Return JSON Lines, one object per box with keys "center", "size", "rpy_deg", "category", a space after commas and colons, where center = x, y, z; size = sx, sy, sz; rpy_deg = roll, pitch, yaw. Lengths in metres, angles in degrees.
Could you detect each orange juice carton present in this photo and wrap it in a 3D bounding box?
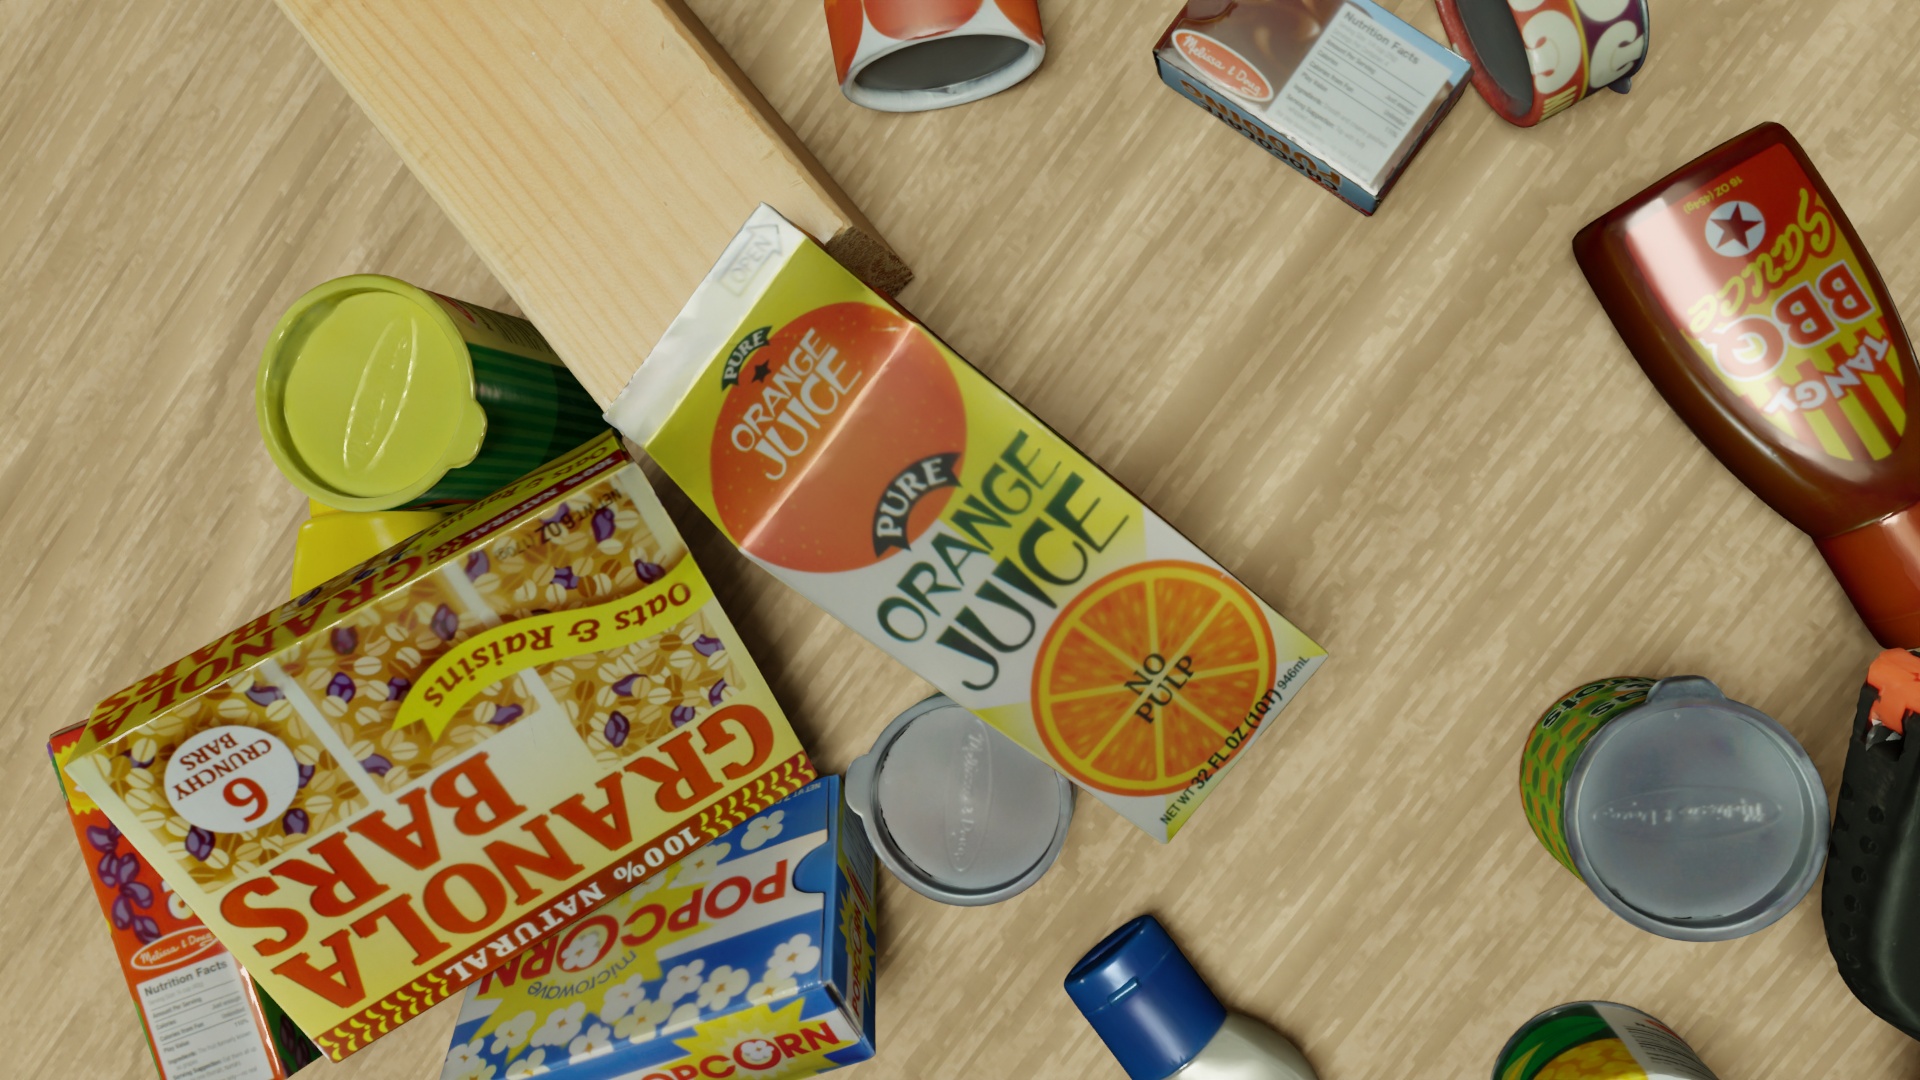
{"center": [0.001, -0.005, 0.384], "size": [0.192, 0.073, 0.071], "rpy_deg": [37, 97, -19], "category": "orange juice carton"}

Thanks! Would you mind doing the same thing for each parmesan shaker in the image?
{"center": [-0.154, -0.040, 0.433], "size": [0.071, 0.103, 0.071], "rpy_deg": [0, 90, 10], "category": "parmesan shaker"}

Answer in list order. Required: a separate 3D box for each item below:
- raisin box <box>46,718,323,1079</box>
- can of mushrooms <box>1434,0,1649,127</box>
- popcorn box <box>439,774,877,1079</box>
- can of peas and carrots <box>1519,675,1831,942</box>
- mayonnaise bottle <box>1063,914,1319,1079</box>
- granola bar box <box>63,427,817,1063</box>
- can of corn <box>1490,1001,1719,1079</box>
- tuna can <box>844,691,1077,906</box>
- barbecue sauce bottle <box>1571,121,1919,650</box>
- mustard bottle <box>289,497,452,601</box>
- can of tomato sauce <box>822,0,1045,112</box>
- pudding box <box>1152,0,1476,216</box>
{"center": [-0.235, 0.110, 0.454], "size": [0.040, 0.086, 0.123], "rpy_deg": [-21, 87, 3], "category": "raisin box"}
{"center": [0.165, -0.153, 0.400], "size": [0.033, 0.071, 0.071], "rpy_deg": [-28, 86, 9], "category": "can of mushrooms"}
{"center": [-0.089, 0.131, 0.428], "size": [0.126, 0.085, 0.038], "rpy_deg": [-20, 121, 9], "category": "popcorn box"}
{"center": [0.199, 0.071, 0.396], "size": [0.071, 0.059, 0.071], "rpy_deg": [0, 89, 9], "category": "can of peas and carrots"}
{"center": [0.091, 0.185, 0.424], "size": [0.064, 0.041, 0.148], "rpy_deg": [-39, 83, 6], "category": "mayonnaise bottle"}
{"center": [-0.144, 0.061, 0.413], "size": [0.166, 0.039, 0.123], "rpy_deg": [-30, 117, -9], "category": "granola bar box"}
{"center": [0.190, 0.176, 0.397], "size": [0.071, 0.058, 0.071], "rpy_deg": [0, 90, 10], "category": "can of corn"}
{"center": [0.001, 0.079, 0.442], "size": [0.071, 0.033, 0.071], "rpy_deg": [0, 90, 9], "category": "tuna can"}
{"center": [0.242, -0.041, 0.397], "size": [0.065, 0.043, 0.148], "rpy_deg": [-30, 85, 7], "category": "barbecue sauce bottle"}
{"center": [-0.190, 0.028, 0.466], "size": [0.065, 0.049, 0.160], "rpy_deg": [-7, 88, 6], "category": "mustard bottle"}
{"center": [-0.013, -0.184, 0.427], "size": [0.071, 0.071, 0.083], "rpy_deg": [-11, 89, 9], "category": "can of tomato sauce"}
{"center": [0.107, -0.144, 0.427], "size": [0.084, 0.030, 0.049], "rpy_deg": [36, 97, 8], "category": "pudding box"}
